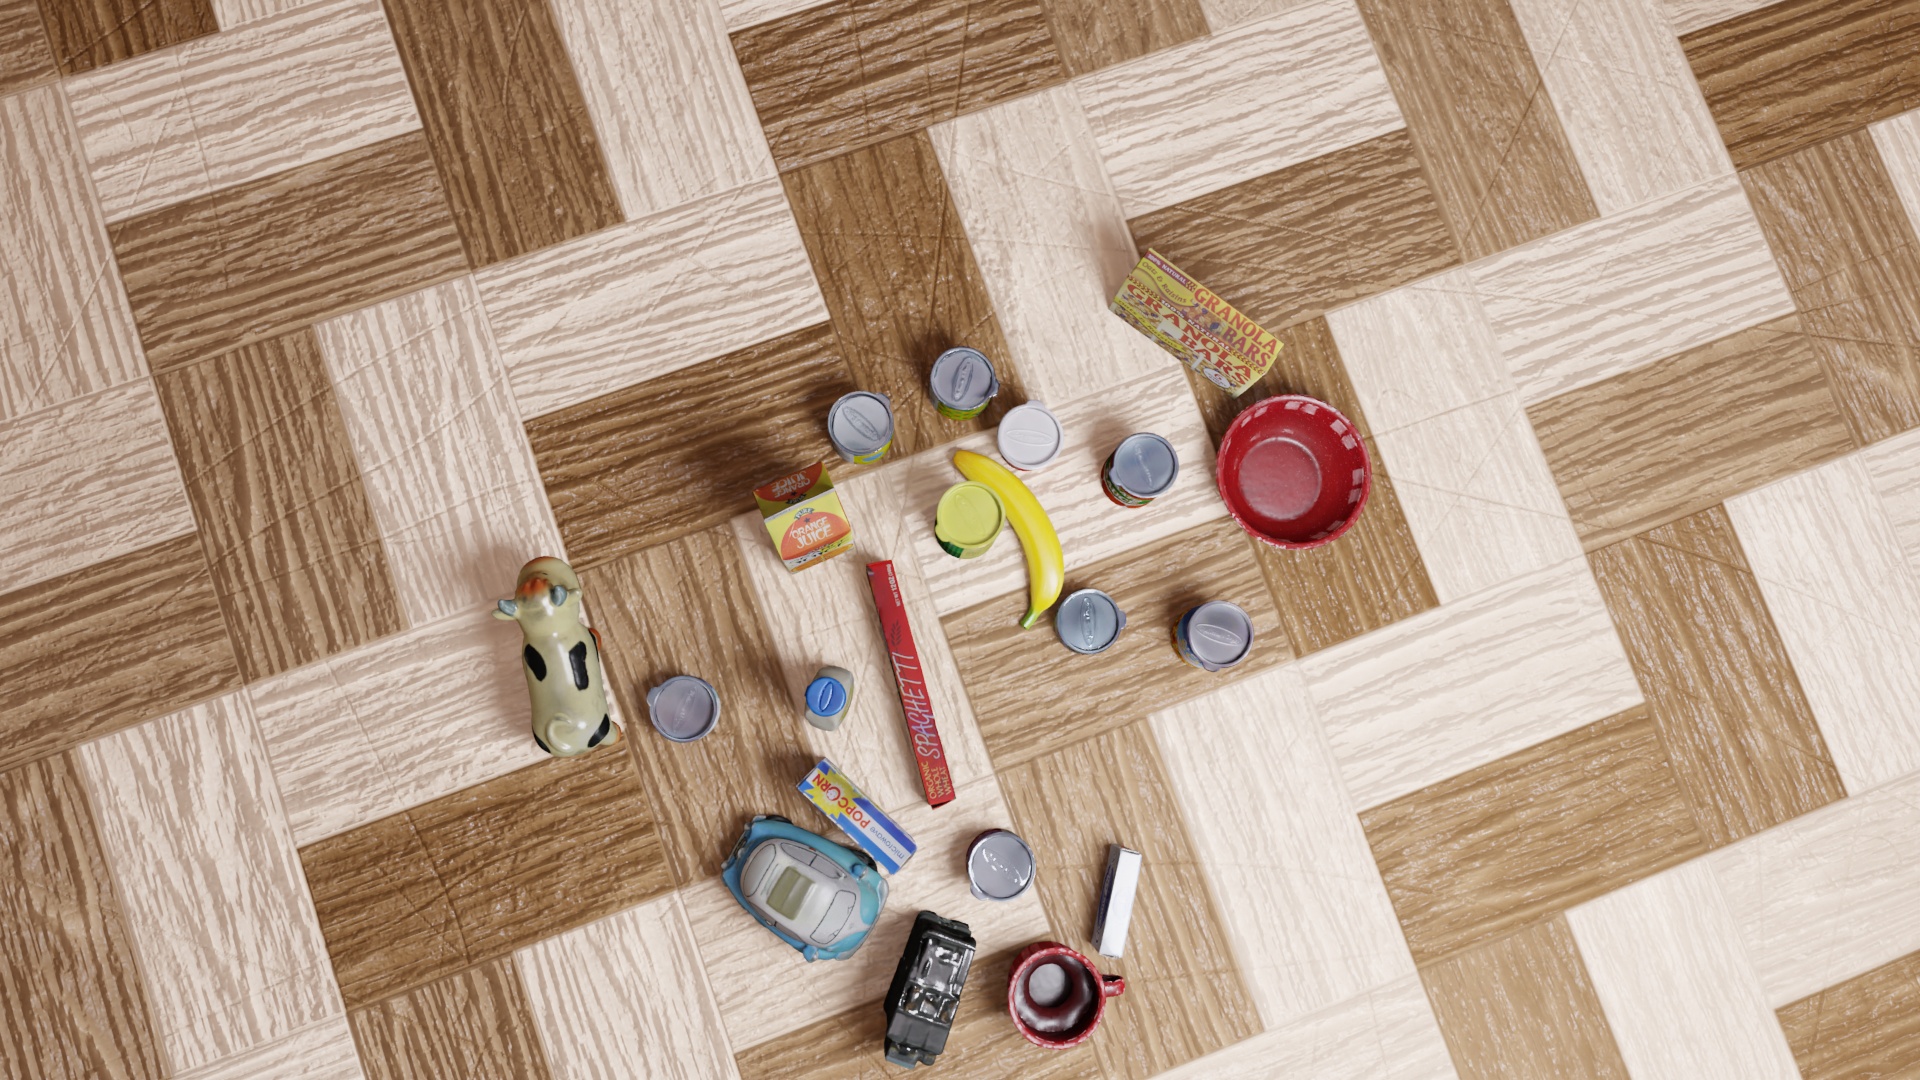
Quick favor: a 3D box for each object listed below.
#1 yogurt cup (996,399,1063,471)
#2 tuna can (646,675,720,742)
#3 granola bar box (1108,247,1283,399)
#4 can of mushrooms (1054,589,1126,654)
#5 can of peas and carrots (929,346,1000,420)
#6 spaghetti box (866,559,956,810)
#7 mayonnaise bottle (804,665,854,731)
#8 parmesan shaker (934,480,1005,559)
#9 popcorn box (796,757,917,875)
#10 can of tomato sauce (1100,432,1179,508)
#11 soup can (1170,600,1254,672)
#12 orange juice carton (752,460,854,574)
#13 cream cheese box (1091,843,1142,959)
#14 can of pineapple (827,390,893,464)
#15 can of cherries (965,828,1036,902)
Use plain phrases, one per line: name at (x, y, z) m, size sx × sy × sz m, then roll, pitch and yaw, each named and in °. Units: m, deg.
yogurt cup at (0.069, -0.102, 1.424) m, size 0.072 × 0.054 × 0.072 m, roll 0°, pitch 83°, yaw -3°
tuna can at (-0.275, 0.166, 1.379) m, size 0.071 × 0.033 × 0.071 m, roll 0°, pitch 83°, yaw -3°
granola bar box at (0.238, -0.219, 1.415) m, size 0.165 × 0.124 × 0.039 m, roll 36°, pitch 82°, yaw 2°
can of mushrooms at (0.131, 0.083, 1.414) m, size 0.071 × 0.033 × 0.071 m, roll 0°, pitch 83°, yaw -3°
can of peas and carrots at (0.004, -0.159, 1.426) m, size 0.071 × 0.058 × 0.071 m, roll 0°, pitch 83°, yaw -3°
spaghetti box at (-0.050, 0.142, 1.387) m, size 0.029 × 0.050 × 0.250 m, roll -15°, pitch 84°, yaw -5°
mayonnaise bottle at (-0.126, 0.151, 1.332) m, size 0.041 × 0.148 × 0.065 m, roll 17°, pitch 82°, yaw -1°
parmesan shaker at (0.005, -0.017, 1.384) m, size 0.071 × 0.103 × 0.071 m, roll 0°, pitch 83°, yaw -3°
popcorn box at (-0.100, 0.267, 1.350) m, size 0.127 × 0.085 × 0.038 m, roll 42°, pitch 83°, yaw 2°
can of tomato sauce at (0.179, -0.069, 1.412) m, size 0.071 × 0.083 × 0.071 m, roll 0°, pitch 83°, yaw -3°
soup can at (0.250, 0.098, 1.394) m, size 0.071 × 0.083 × 0.071 m, roll 0°, pitch 83°, yaw -3°
orange juice carton at (-0.149, -0.022, 1.331) m, size 0.072 × 0.192 × 0.073 m, roll -23°, pitch 85°, yaw -6°
cream cheese box at (0.154, 0.354, 1.369) m, size 0.024 × 0.053 × 0.104 m, roll 13°, pitch 82°, yaw -2°
can of pineapple at (-0.099, -0.115, 1.414) m, size 0.071 × 0.058 × 0.071 m, roll 0°, pitch 83°, yaw -3°
can of cherries at (0.036, 0.319, 1.364) m, size 0.071 × 0.058 × 0.071 m, roll 0°, pitch 83°, yaw -3°
